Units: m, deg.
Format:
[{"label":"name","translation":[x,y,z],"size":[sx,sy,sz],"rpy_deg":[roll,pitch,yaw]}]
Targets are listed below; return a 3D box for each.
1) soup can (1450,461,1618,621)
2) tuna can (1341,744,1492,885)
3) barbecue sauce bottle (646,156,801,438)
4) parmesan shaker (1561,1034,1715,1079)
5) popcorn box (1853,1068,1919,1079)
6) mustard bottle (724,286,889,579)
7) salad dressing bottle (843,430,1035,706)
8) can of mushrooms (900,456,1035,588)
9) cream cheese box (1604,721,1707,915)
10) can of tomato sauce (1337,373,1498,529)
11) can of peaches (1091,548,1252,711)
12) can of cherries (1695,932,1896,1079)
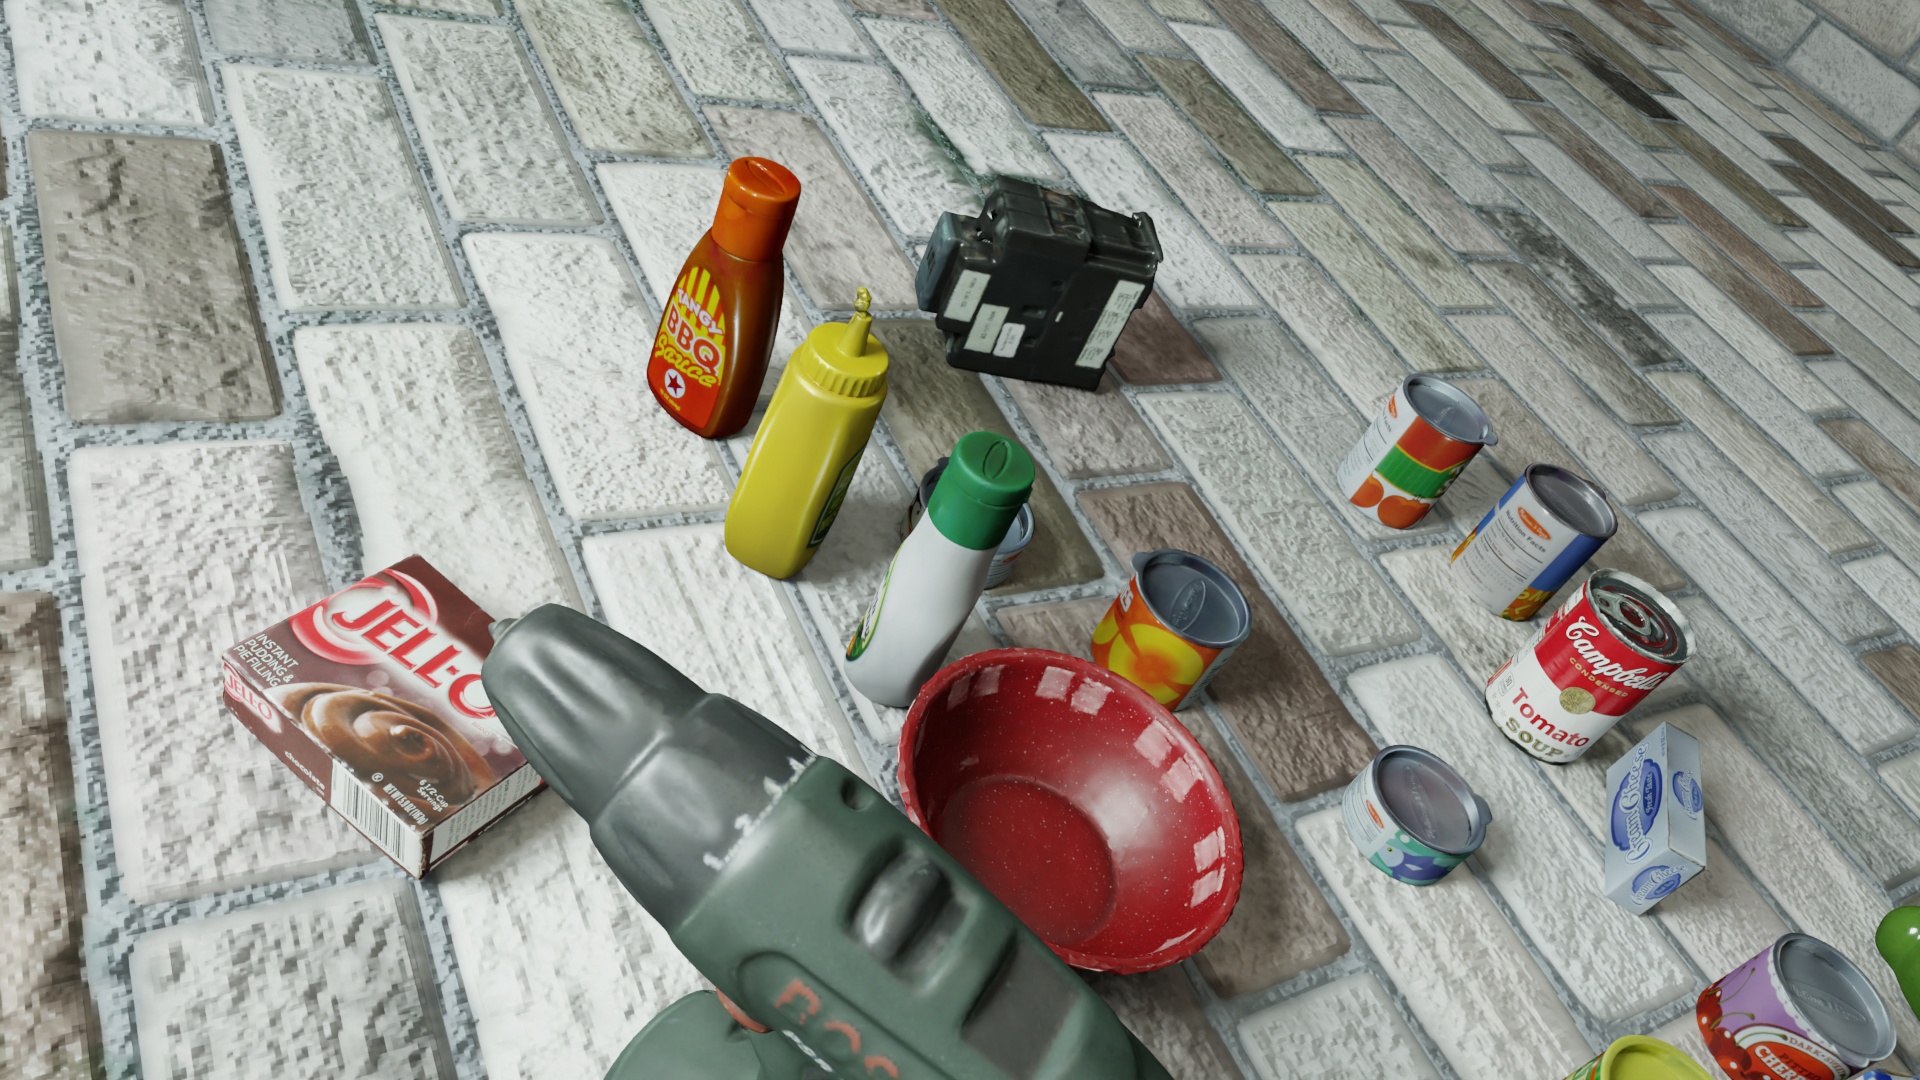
[{"label":"soup can","translation":[0.371,0.001,0.899],"size":[0.071,0.083,0.072],"rpy_deg":[15,42,-14]},{"label":"tuna can","translation":[0.235,0.142,0.717],"size":[0.071,0.032,0.071],"rpy_deg":[15,42,-14]},{"label":"barbecue sauce bottle","translation":[-0.119,-0.124,0.711],"size":[0.065,0.147,0.044],"rpy_deg":[45,43,19]},{"label":"parmesan shaker","translation":[0.252,0.254,0.556],"size":[0.071,0.102,0.072],"rpy_deg":[15,42,-14]},{"label":"popcorn box","translation":[0.403,0.307,0.597],"size":[0.038,0.084,0.127],"rpy_deg":[15,42,-15]},{"label":"mustard bottle","translation":[-0.068,-0.052,0.655],"size":[0.049,0.159,0.066],"rpy_deg":[28,40,0]},{"label":"salad dressing bottle","translation":[-0.010,0.015,0.626],"size":[0.044,0.146,0.064],"rpy_deg":[27,40,-1]},{"label":"can of mushrooms","translation":[0.003,-0.009,0.746],"size":[0.071,0.033,0.071],"rpy_deg":[15,42,-14]},{"label":"cream cheese box","translation":[0.384,0.153,0.771],"size":[0.024,0.053,0.104],"rpy_deg":[30,40,3]},{"label":"can of tomato sauce","translation":[0.302,-0.057,0.922],"size":[0.071,0.082,0.071],"rpy_deg":[15,42,-14]},{"label":"can of peaches","translation":[0.107,0.046,0.727],"size":[0.071,0.057,0.071],"rpy_deg":[15,42,-14]},{"label":"can of cherries","translation":[0.414,0.241,0.692],"size":[0.071,0.058,0.072],"rpy_deg":[15,42,-14]}]
